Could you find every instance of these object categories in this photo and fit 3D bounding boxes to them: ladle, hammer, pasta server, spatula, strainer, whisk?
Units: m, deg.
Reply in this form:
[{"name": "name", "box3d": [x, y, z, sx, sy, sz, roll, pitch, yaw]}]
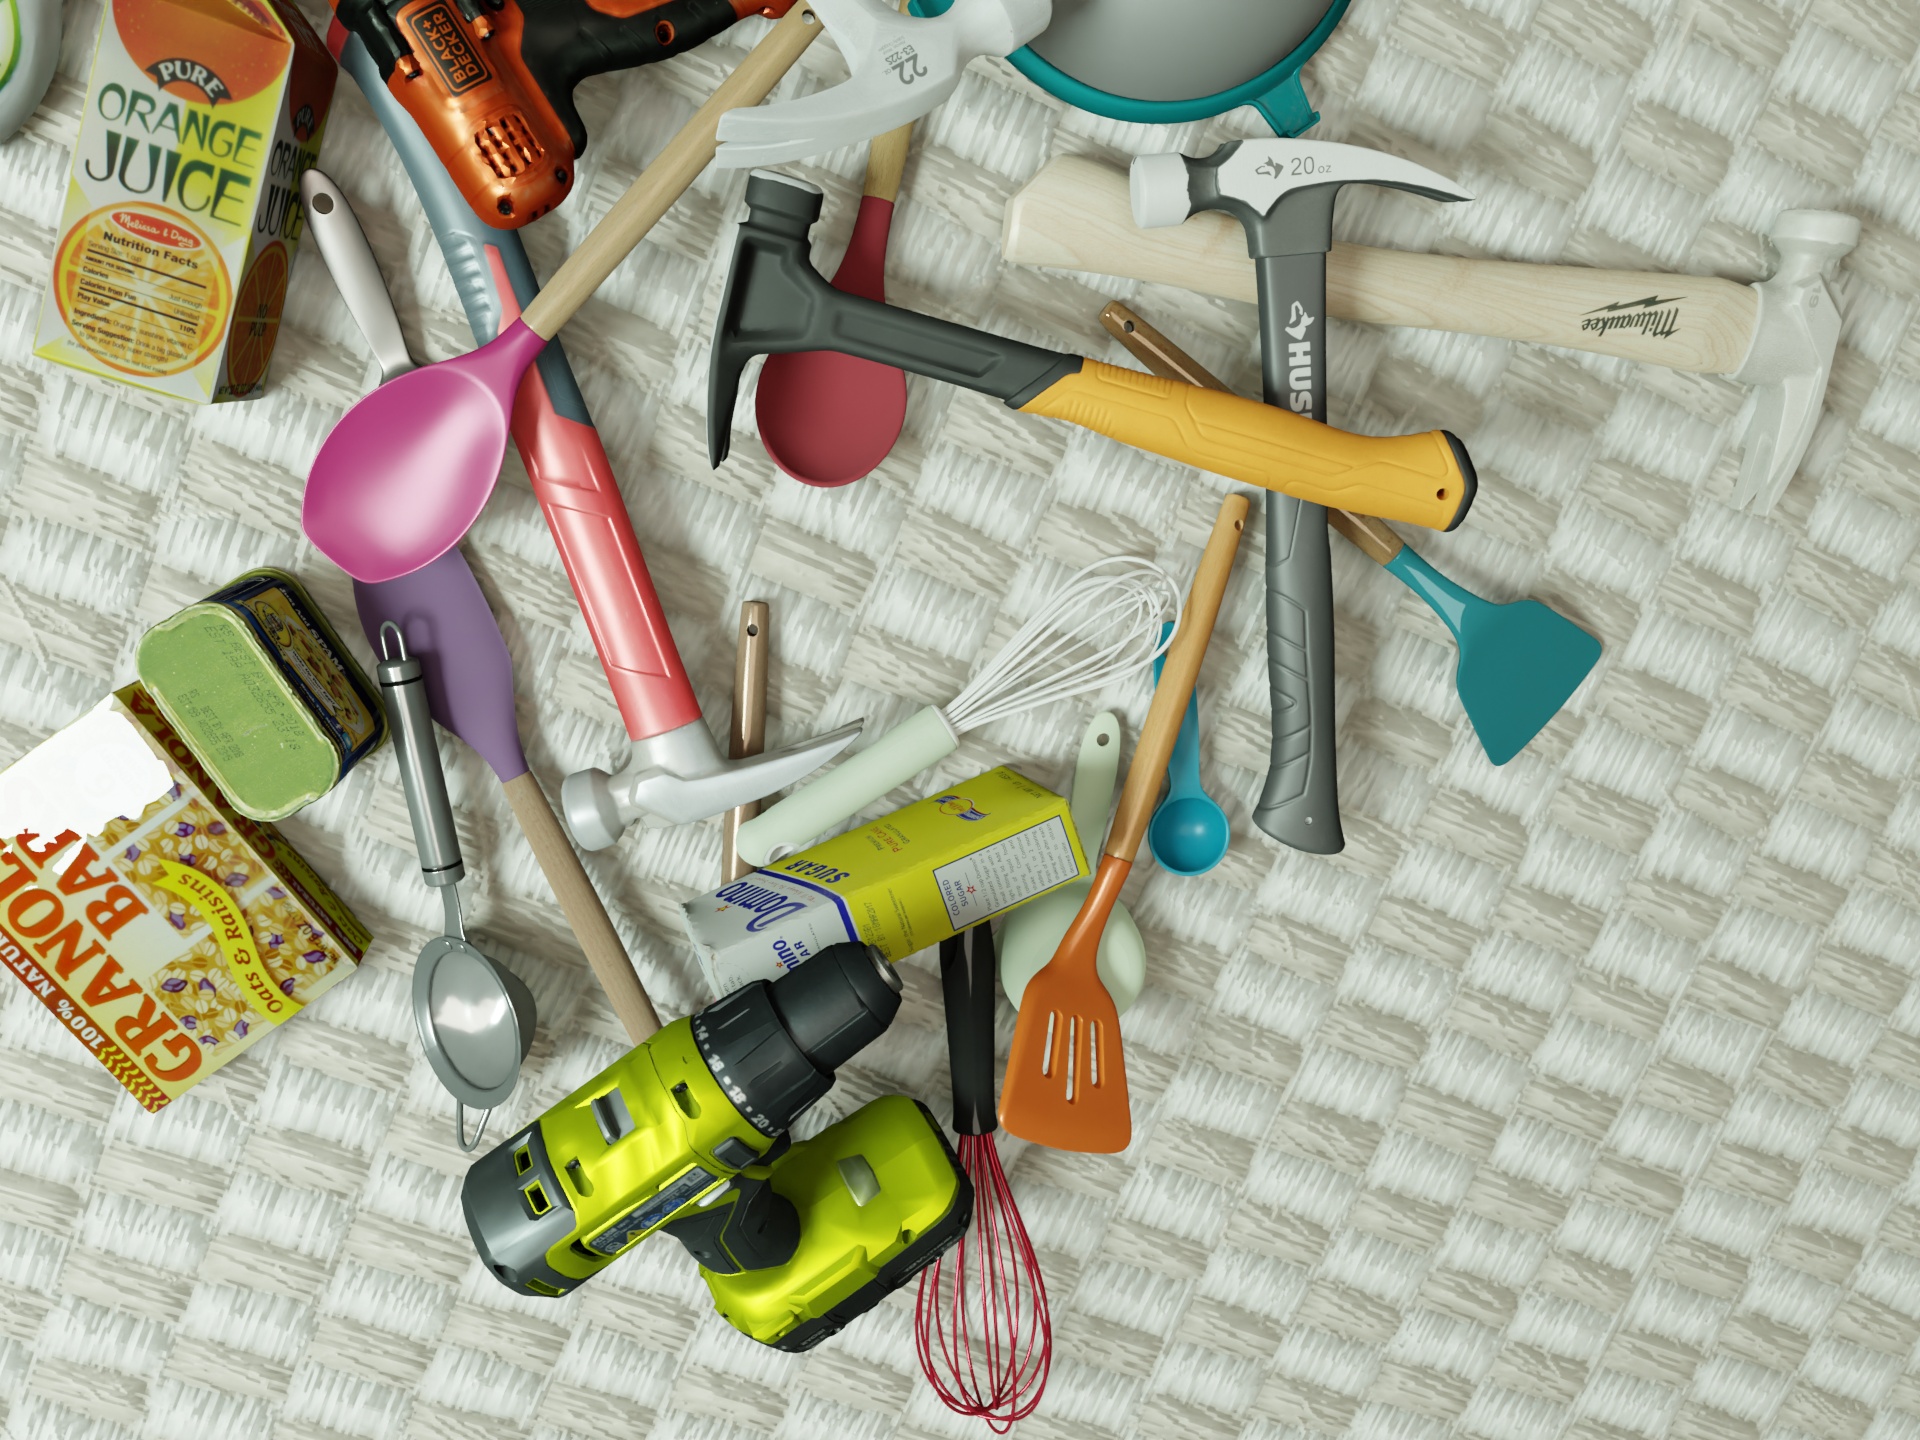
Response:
[{"name": "ladle", "box3d": [-0.033, -0.261, 0.714, 0.069, 0.031, 0.315, 12, 99, -8]}, {"name": "hammer", "box3d": [0.162, -0.095, 0.740, 0.146, 0.035, 0.334, -6, 107, -2]}, {"name": "pasta server", "box3d": [-0.112, 0.098, 0.789, 0.060, 0.040, 0.316, 3, 98, -8]}, {"name": "spatula", "box3d": [0.090, 0.045, 0.765, 0.081, 0.041, 0.322, 19, 88, -32]}, {"name": "hammer", "box3d": [-0.145, -0.387, 0.607, 0.144, 0.035, 0.405, -39, 89, -17]}, {"name": "strainer", "box3d": [0.109, -0.427, 0.651, 0.211, 0.095, 0.340, 10, 100, -14]}, {"name": "whisk", "box3d": [0.008, 0.227, 0.816, 0.073, 0.073, 0.296, -4, 98, -6]}, {"name": "whisk", "box3d": [-0.001, -0.002, 0.761, 0.246, 0.057, 0.059, -32, 69, -3]}, {"name": "hammer", "box3d": [-0.169, -0.140, 0.706, 0.143, 0.038, 0.386, -18, 102, 2]}, {"name": "hammer", "box3d": [0.058, -0.133, 0.693, 0.337, 0.034, 0.127, 15, 107, -2]}, {"name": "hammer", "box3d": [0.221, -0.195, 0.757, 0.410, 0.038, 0.146, 6, 103, -8]}, {"name": "spatula", "box3d": [-0.202, 0.051, 0.756, 0.060, 0.018, 0.316, -25, 98, 5]}, {"name": "strainer", "box3d": [-0.240, 0.078, 0.751, 0.087, 0.050, 0.258, 5, 109, 38]}, {"name": "spatula", "box3d": [0.189, -0.098, 0.783, 0.317, 0.044, 0.082, 39, 96, -9]}]

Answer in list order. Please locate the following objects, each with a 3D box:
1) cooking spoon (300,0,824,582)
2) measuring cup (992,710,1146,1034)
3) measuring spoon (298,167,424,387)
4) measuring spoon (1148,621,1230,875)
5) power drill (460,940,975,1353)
[{"name": "cooking spoon", "box3d": [-0.162, -0.184, 0.670, 0.068, 0.017, 0.319, 42, 97, -14]}, {"name": "measuring cup", "box3d": [0.063, 0.080, 0.797, 0.083, 0.038, 0.167, 6, 104, -8]}, {"name": "measuring spoon", "box3d": [-0.257, -0.178, 0.694, 0.034, 0.018, 0.124, -20, 119, -5]}, {"name": "measuring spoon", "box3d": [0.109, 0.014, 0.804, 0.042, 0.021, 0.128, -6, 94, -6]}, {"name": "power drill", "box3d": [-0.080, 0.192, 0.702, 0.190, 0.080, 0.228, -35, 144, -1]}]
